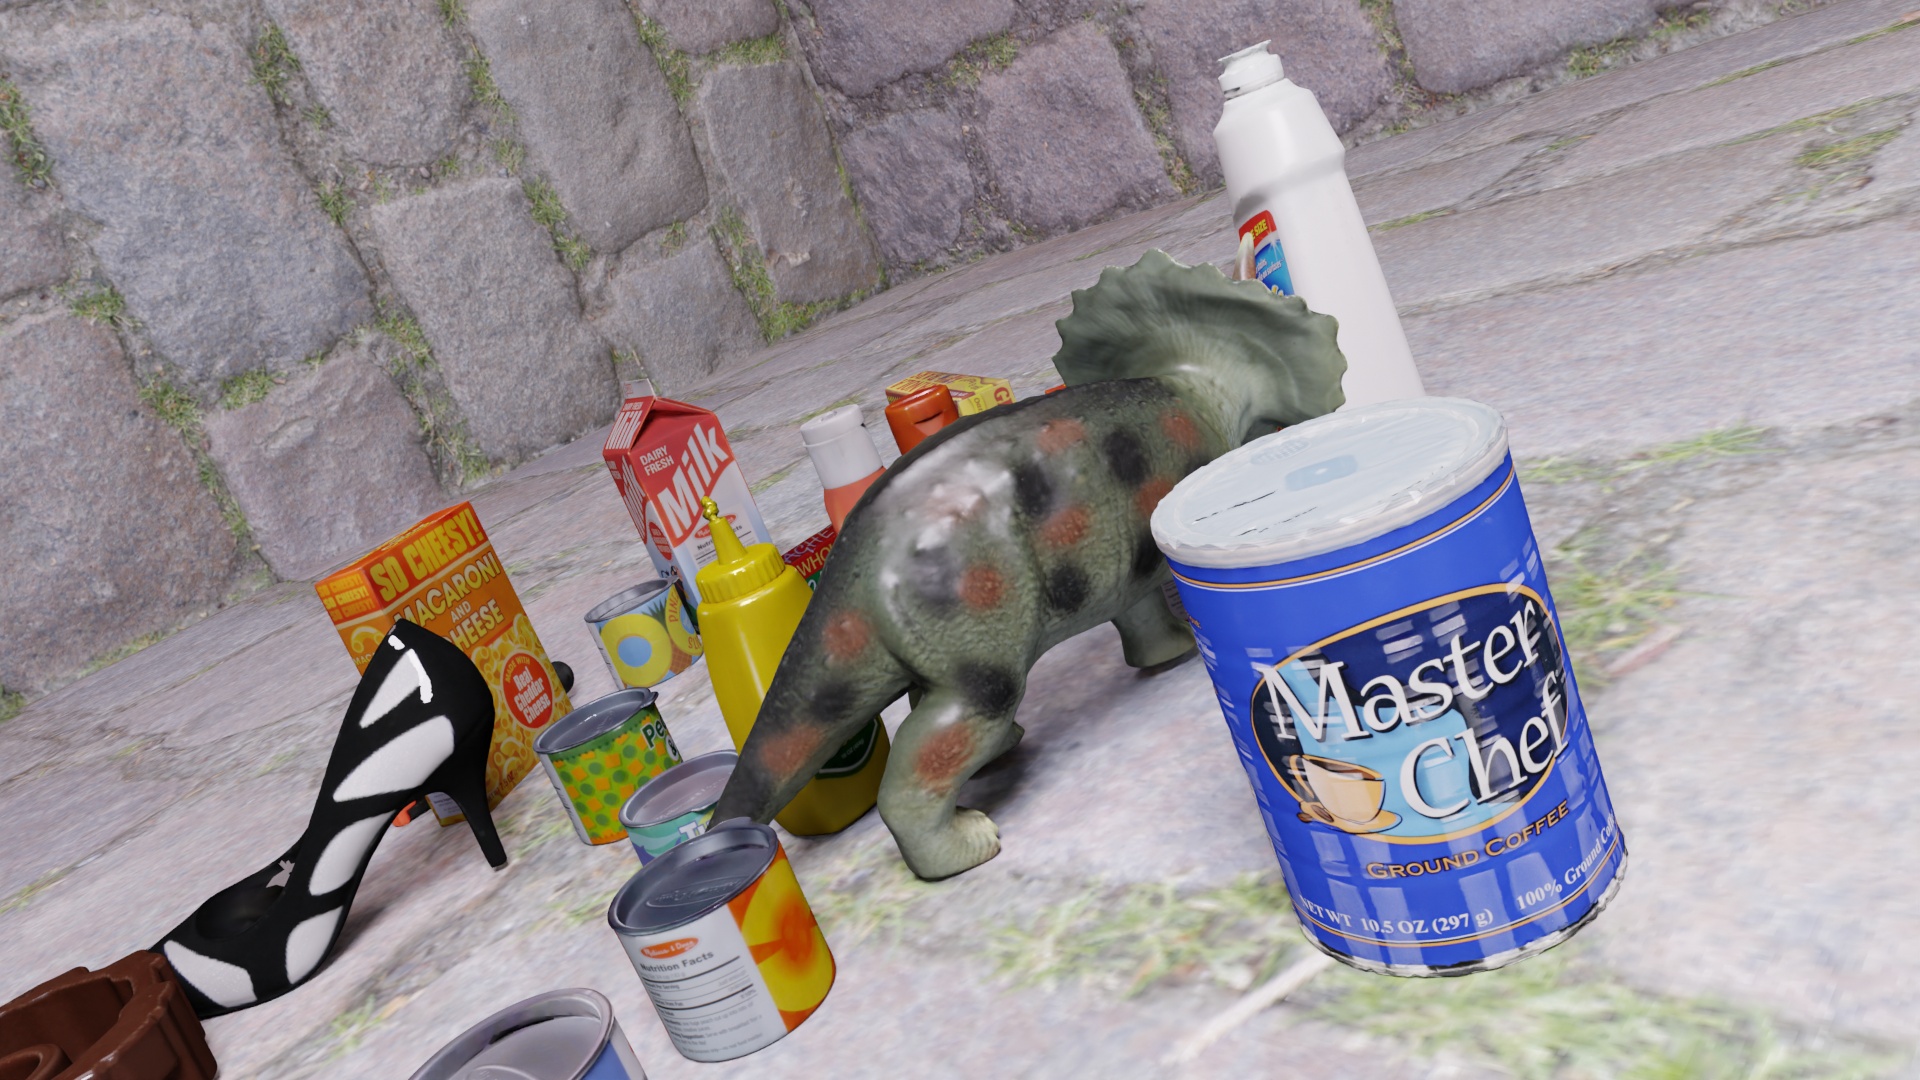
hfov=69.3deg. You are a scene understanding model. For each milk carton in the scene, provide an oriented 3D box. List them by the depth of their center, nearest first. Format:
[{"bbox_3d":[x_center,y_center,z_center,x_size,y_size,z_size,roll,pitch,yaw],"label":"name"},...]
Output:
[{"bbox_3d":[-0.201,-0.030,1.023,0.074,0.190,0.072,-29,16,-25],"label":"milk carton"}]

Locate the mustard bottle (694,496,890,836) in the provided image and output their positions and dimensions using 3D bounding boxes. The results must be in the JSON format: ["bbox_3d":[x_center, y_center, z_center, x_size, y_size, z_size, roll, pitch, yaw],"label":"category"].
[{"bbox_3d":[-0.083,0.054,0.627,0.048,0.160,0.065,-10,19,39],"label":"mustard bottle"}]

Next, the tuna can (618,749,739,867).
[{"bbox_3d":[-0.125,0.131,0.663,0.071,0.032,0.071,-20,15,6],"label":"tuna can"}]

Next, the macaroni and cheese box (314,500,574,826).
[{"bbox_3d":[-0.317,0.074,0.870,0.040,0.166,0.124,-17,15,17],"label":"macaroni and cheese box"}]

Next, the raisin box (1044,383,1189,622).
[{"bbox_3d":[0.091,-0.024,0.725,0.040,0.123,0.086,-24,15,-6],"label":"raisin box"}]

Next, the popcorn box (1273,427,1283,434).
[{"bbox_3d":[0.157,-0.057,0.822,0.127,0.085,0.038,-22,15,0],"label":"popcorn box"}]

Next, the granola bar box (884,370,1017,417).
[{"bbox_3d":[0.009,-0.047,0.917,0.039,0.124,0.165,-26,15,-13],"label":"granola bar box"}]

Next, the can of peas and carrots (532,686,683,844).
[{"bbox_3d":[-0.181,0.118,0.736,0.071,0.058,0.071,-20,15,6],"label":"can of peas and carrots"}]

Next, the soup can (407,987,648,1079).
[{"bbox_3d":[-0.111,0.179,0.379,0.071,0.083,0.071,-20,15,6],"label":"soup can"}]

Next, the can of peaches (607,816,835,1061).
[{"bbox_3d":[-0.085,0.145,0.510,0.071,0.058,0.071,-20,15,6],"label":"can of peaches"}]

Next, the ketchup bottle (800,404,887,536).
[{"bbox_3d":[-0.048,-0.003,0.798,0.043,0.148,0.065,-21,15,4],"label":"ketchup bottle"}]

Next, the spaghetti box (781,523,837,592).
[{"bbox_3d":[-0.079,0.012,0.977,0.028,0.050,0.251,-8,20,43],"label":"spaghetti box"}]

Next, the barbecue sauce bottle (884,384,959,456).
[{"bbox_3d":[0.003,-0.009,0.749,0.065,0.148,0.044,-24,15,-8],"label":"barbecue sauce bottle"}]

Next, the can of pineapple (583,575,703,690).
[{"bbox_3d":[-0.220,0.065,0.975,0.071,0.057,0.071,-20,15,6],"label":"can of pineapple"}]
